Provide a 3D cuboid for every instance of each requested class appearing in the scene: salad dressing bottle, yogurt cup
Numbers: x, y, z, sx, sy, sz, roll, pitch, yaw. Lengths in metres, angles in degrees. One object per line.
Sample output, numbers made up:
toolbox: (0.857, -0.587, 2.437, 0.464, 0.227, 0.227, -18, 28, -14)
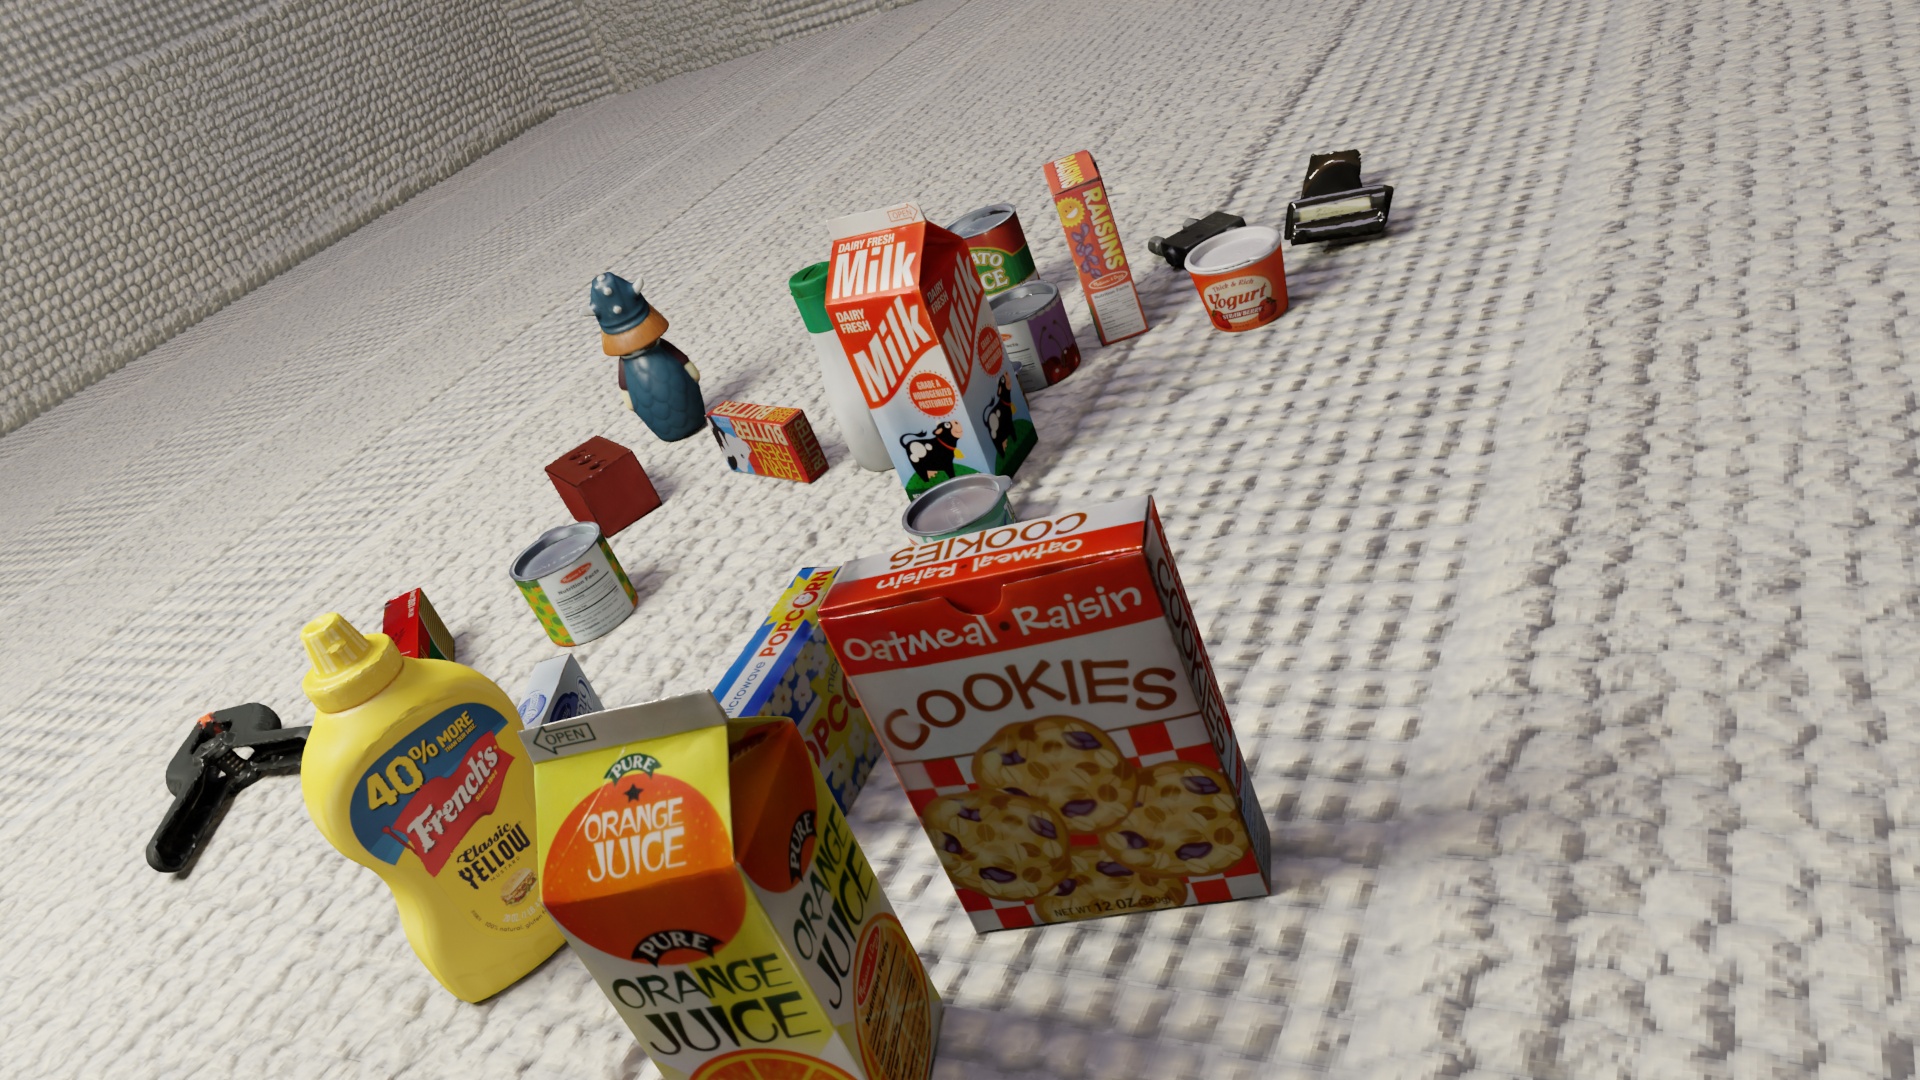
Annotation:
salad dressing bottle: (-0.075, -0.120, 0.965, 0.044, 0.147, 0.064, -10, 30, 24)
yogurt cup: (0.197, -0.182, 0.973, 0.072, 0.053, 0.073, -18, 28, 10)

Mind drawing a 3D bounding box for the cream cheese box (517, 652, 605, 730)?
cream cheese box: (-0.225, 0.113, 0.769, 0.024, 0.053, 0.104, -19, 28, 8)

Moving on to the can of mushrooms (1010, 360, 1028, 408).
can of mushrooms: (0.015, -0.100, 0.985, 0.071, 0.033, 0.071, -18, 28, 10)

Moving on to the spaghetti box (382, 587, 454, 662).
spaghetti box: (-0.345, 0.103, 0.880, 0.029, 0.050, 0.251, -27, 28, -8)

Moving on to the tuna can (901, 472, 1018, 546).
tuna can: (0.003, -0.011, 0.839, 0.071, 0.032, 0.071, -18, 28, 10)

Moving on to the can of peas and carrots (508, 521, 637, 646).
can of peas and carrots: (-0.261, 0.029, 0.938, 0.071, 0.058, 0.071, -18, 28, 10)

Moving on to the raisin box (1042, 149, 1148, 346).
raisin box: (0.101, -0.219, 1.034, 0.040, 0.123, 0.086, -18, 28, 9)

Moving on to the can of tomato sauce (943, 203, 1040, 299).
can of tomato sauce: (0.027, -0.224, 1.141, 0.071, 0.082, 0.071, -18, 28, 10)

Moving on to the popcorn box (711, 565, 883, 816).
popcorn box: (-0.074, 0.082, 0.678, 0.038, 0.085, 0.127, -7, 32, 28)

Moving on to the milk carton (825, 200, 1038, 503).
milk carton: (-0.022, -0.123, 0.885, 0.072, 0.189, 0.074, -5, 33, 32)

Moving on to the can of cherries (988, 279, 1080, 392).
can of cherries: (0.051, -0.150, 1.020, 0.071, 0.058, 0.072, -18, 28, 10)

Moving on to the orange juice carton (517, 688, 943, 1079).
orange juice carton: (-0.076, 0.130, 0.480, 0.072, 0.192, 0.073, -14, 29, 17)

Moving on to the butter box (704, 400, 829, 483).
butter box: (-0.145, -0.074, 1.038, 0.103, 0.053, 0.024, 11, 42, 46)

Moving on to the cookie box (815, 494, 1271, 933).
cookie box: (0.036, 0.072, 0.526, 0.123, 0.166, 0.040, -13, 29, 19)
